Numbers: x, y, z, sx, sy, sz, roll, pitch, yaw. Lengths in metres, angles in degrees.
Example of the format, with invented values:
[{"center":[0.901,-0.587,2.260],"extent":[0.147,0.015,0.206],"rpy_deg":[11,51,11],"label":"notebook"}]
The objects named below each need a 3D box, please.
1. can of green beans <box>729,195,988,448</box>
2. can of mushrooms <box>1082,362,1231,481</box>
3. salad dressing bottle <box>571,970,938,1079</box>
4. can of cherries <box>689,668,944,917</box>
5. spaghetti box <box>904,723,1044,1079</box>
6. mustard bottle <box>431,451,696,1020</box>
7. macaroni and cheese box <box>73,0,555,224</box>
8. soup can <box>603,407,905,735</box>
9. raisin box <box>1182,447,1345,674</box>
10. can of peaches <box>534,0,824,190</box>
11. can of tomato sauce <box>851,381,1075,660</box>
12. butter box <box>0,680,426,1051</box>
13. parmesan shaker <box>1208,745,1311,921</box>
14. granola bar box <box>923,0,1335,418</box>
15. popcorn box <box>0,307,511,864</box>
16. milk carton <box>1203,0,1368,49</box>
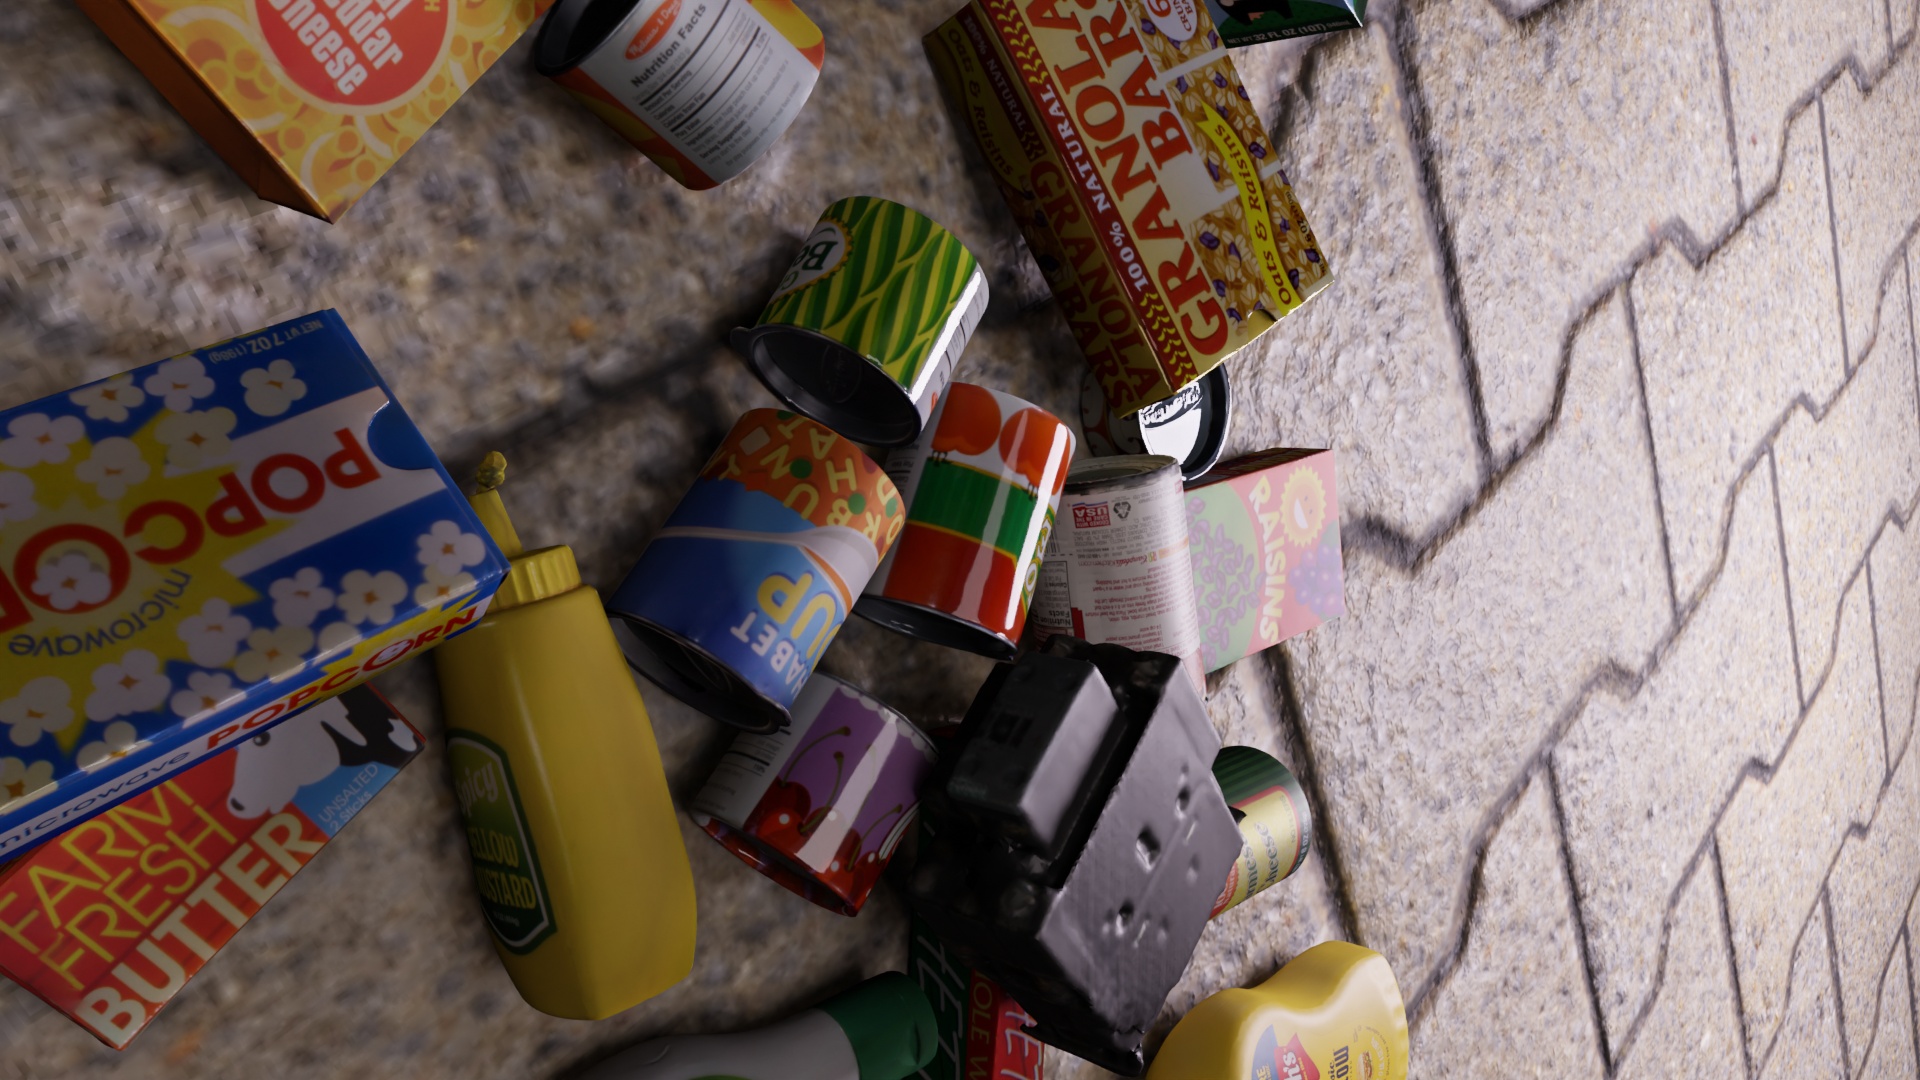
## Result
[{"center":[-0.031,-0.074,0.472],"extent":[0.071,0.071,0.058],"rpy_deg":[43,63,-36],"label":"can of green beans"},{"center":[0.086,-0.061,0.607],"extent":[0.071,0.033,0.071],"rpy_deg":[-3,95,-43],"label":"can of mushrooms"},{"center":[-0.072,0.186,0.461],"extent":[0.148,0.044,0.064],"rpy_deg":[-13,102,-43],"label":"salad dressing bottle"},{"center":[-0.045,0.085,0.464],"extent":[0.071,0.071,0.058],"rpy_deg":[50,60,-34],"label":"can of cherries"},{"center":[0.005,0.196,0.531],"extent":[0.029,0.050,0.250],"rpy_deg":[4,89,-45],"label":"spaghetti box"},{"center":[-0.120,0.054,0.399],"extent":[0.049,0.065,0.160],"rpy_deg":[-18,97,-43],"label":"mustard bottle"},{"center":[-0.146,-0.182,0.340],"extent":[0.167,0.040,0.123],"rpy_deg":[-56,147,-20],"label":"macaroni and cheese box"},{"center":[-0.063,0.010,0.443],"extent":[0.071,0.071,0.084],"rpy_deg":[49,60,-34],"label":"soup can"},{"center":[0.128,0.008,0.647],"extent":[0.124,0.040,0.086],"rpy_deg":[-15,102,-41],"label":"raisin box"},{"center":[-0.084,-0.150,0.420],"extent":[0.058,0.071,0.071],"rpy_deg":[36,68,-39],"label":"can of peaches"},{"center":[0.002,-0.006,0.506],"extent":[0.071,0.071,0.083],"rpy_deg":[29,72,-41],"label":"can of tomato sauce"},{"center":[-0.193,0.071,0.353],"extent":[0.104,0.024,0.053],"rpy_deg":[-50,124,-30],"label":"butter box"},{"center":[0.099,0.130,0.605],"extent":[0.103,0.071,0.071],"rpy_deg":[-12,100,-43],"label":"parmesan shaker"},{"center":[0.074,-0.151,0.561],"extent":[0.125,0.039,0.165],"rpy_deg":[-35,101,-37],"label":"granola bar box"},{"center":[-0.185,0.007,0.323],"extent":[0.127,0.038,0.085],"rpy_deg":[-31,81,-38],"label":"popcorn box"},{"center":[0.105,-0.291,0.573],"extent":[0.190,0.072,0.073],"rpy_deg":[27,74,-50],"label":"milk carton"}]
